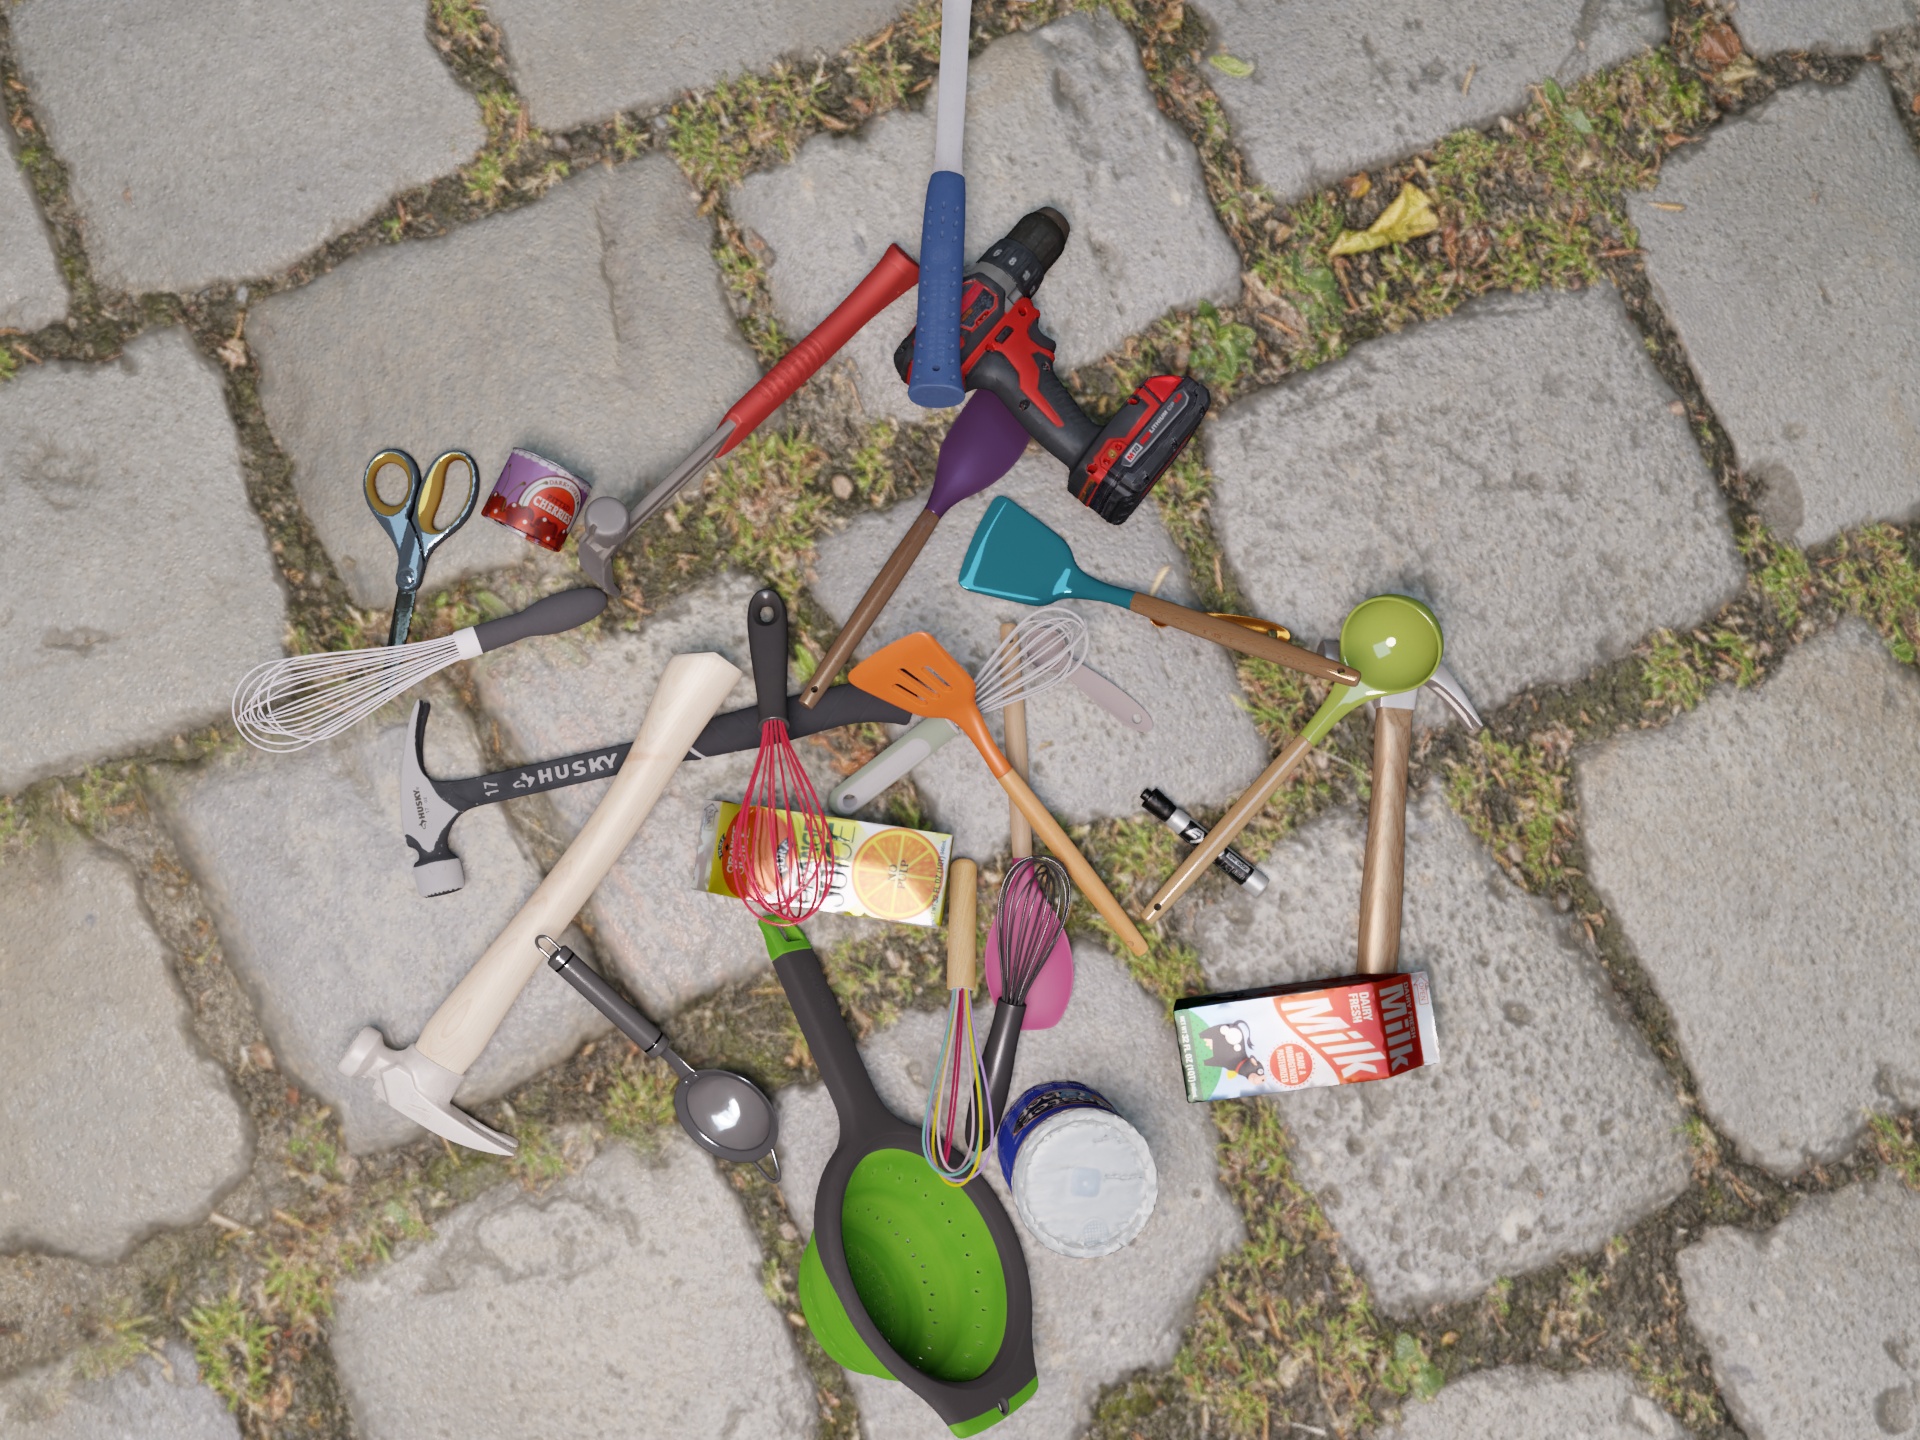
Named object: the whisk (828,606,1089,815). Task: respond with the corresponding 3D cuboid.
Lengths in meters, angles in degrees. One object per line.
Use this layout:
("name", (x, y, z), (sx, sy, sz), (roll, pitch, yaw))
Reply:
("whisk", (-0.002, -0.004, 1.226), (0.246, 0.059, 0.057), (-37, 111, 5))

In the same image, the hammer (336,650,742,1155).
("hammer", (-0.285, 0.128, 1.188), (0.146, 0.038, 0.410), (35, 89, -11))

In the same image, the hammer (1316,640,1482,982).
("hammer", (0.337, 0.105, 1.255), (0.130, 0.031, 0.331), (5, 85, -2))

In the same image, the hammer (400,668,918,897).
("hammer", (-0.230, 0.018, 1.230), (0.409, 0.036, 0.149), (-13, 85, -5))

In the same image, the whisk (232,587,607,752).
("whisk", (-0.405, -0.049, 1.205), (0.284, 0.070, 0.070), (-21, 87, -15))

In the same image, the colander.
("colander", (-0.084, 0.337, 1.181), (0.094, 0.204, 0.397), (-37, 69, 28))

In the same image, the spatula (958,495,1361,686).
("spatula", (0.155, -0.086, 1.228), (0.317, 0.044, 0.082), (21, 81, 19))

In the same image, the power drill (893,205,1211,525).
("power drill", (0.085, -0.284, 1.250), (0.227, 0.080, 0.188), (37, 75, 4))

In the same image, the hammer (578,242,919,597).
("hammer", (-0.158, -0.240, 1.230), (0.037, 0.149, 0.359), (43, 73, 0))

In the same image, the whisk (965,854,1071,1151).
("whisk", (0.037, 0.216, 1.212), (0.055, 0.055, 0.239), (13, 96, -2))

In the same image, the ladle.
("ladle", (0.248, 0.034, 1.218), (0.078, 0.062, 0.320), (42, 91, 12))

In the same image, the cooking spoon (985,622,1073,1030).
("cooking spoon", (0.048, 0.082, 1.247), (0.069, 0.017, 0.319), (-4, 86, 7))

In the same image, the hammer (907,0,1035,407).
("hammer", (-0.015, -0.431, 1.235), (0.144, 0.035, 0.406), (3, 72, -2))

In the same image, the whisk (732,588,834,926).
("whisk", (-0.136, 0.020, 1.169), (0.073, 0.073, 0.296), (-6, 56, -4))

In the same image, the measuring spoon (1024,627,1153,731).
("measuring spoon", (0.102, -0.029, 1.264), (0.124, 0.018, 0.034), (37, 82, -7))

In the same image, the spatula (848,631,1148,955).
("spatula", (0.044, 0.063, 1.201), (0.081, 0.041, 0.322), (-29, 107, 33))

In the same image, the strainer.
("strainer", (-0.219, 0.245, 1.185), (0.087, 0.050, 0.258), (-36, 106, 30))

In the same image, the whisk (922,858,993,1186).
("whisk", (-0.004, 0.225, 1.202), (0.051, 0.047, 0.245), (6, 69, -14))

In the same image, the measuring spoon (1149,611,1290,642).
("measuring spoon", (0.207, -0.076, 1.275), (0.117, 0.011, 0.021), (9, 86, -6))

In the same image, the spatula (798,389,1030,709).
("spatula", (-0.034, -0.140, 1.248), (0.060, 0.018, 0.316), (33, 77, -1))
